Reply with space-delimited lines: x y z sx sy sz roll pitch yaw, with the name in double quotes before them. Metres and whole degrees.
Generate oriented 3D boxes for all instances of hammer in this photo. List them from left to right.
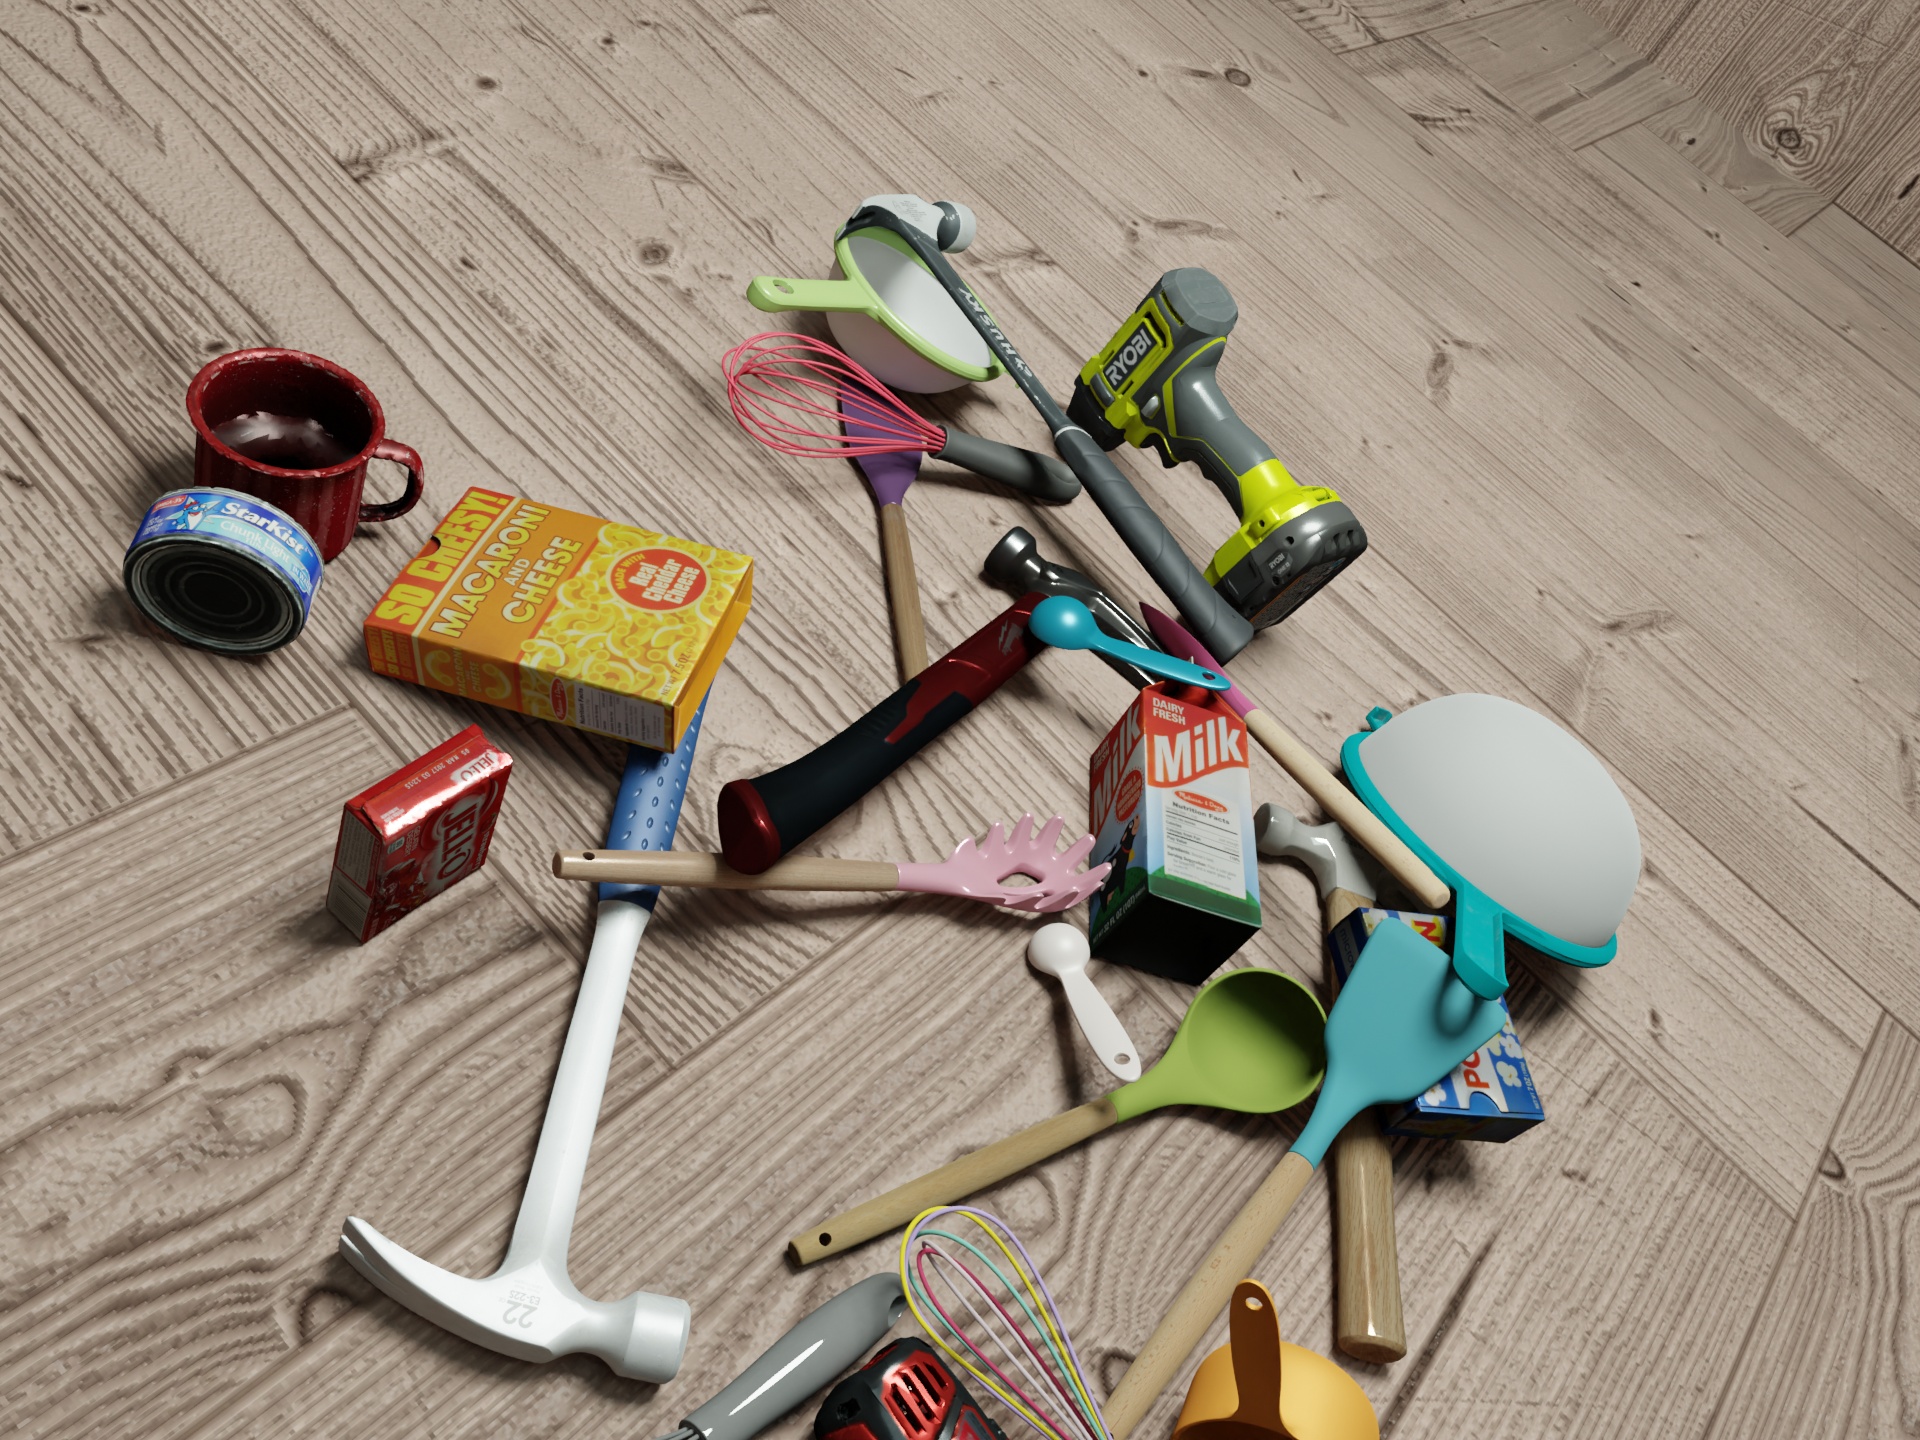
"hammer" -0.170 0.098 0.765 0.144 0.035 0.406 18 46 -14
"hammer" -0.001 -0.003 0.901 0.143 0.038 0.386 41 36 7
"hammer" 0.063 -0.203 1.065 0.409 0.036 0.149 55 32 14
"hammer" 0.227 0.195 0.902 0.130 0.031 0.332 20 46 -12

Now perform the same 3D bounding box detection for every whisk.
"whisk" -0.105 0.285 0.635 0.239 0.055 0.055 -23 66 -44
"whisk" -0.031 -0.189 1.052 0.295 0.073 0.073 11 47 -38
"whisk" 0.052 0.313 0.679 0.245 0.051 0.047 53 23 2

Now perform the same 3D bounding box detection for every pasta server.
"pasta server" -0.055 0.074 0.817 0.316 0.040 0.060 6 39 -36

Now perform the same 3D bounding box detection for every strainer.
"strainer" -0.071 -0.268 1.080 0.151 0.069 0.256 53 32 12
"strainer" 0.332 0.065 0.943 0.211 0.095 0.340 38 22 6

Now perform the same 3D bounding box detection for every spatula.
"spatula" -0.040 -0.117 1.032 0.059 0.018 0.316 12 47 -25
"spatula" 0.156 0.231 0.777 0.082 0.044 0.317 41 59 8

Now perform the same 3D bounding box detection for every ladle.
"ladle" 0.059 0.199 0.790 0.320 0.062 0.078 -14 67 -34

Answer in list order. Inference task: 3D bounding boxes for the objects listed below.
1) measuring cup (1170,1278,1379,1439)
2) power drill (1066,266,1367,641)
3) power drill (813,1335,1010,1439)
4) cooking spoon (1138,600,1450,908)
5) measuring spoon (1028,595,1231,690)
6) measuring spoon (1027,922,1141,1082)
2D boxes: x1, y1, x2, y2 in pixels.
"measuring cup" 0.136 0.283 0.688 0.095 0.173 0.052 6 34 24
"power drill" 0.163 -0.172 1.096 0.080 0.171 0.223 -18 72 -38
"power drill" -0.037 0.364 0.586 0.226 0.080 0.188 -24 67 -43
"cooking spoon" 0.189 0.013 0.957 0.068 0.017 0.319 51 1 -41
"measuring spoon" 0.104 -0.048 0.955 0.128 0.021 0.042 20 37 8
"measuring spoon" 0.067 0.143 0.832 0.034 0.018 0.124 -11 32 -14
